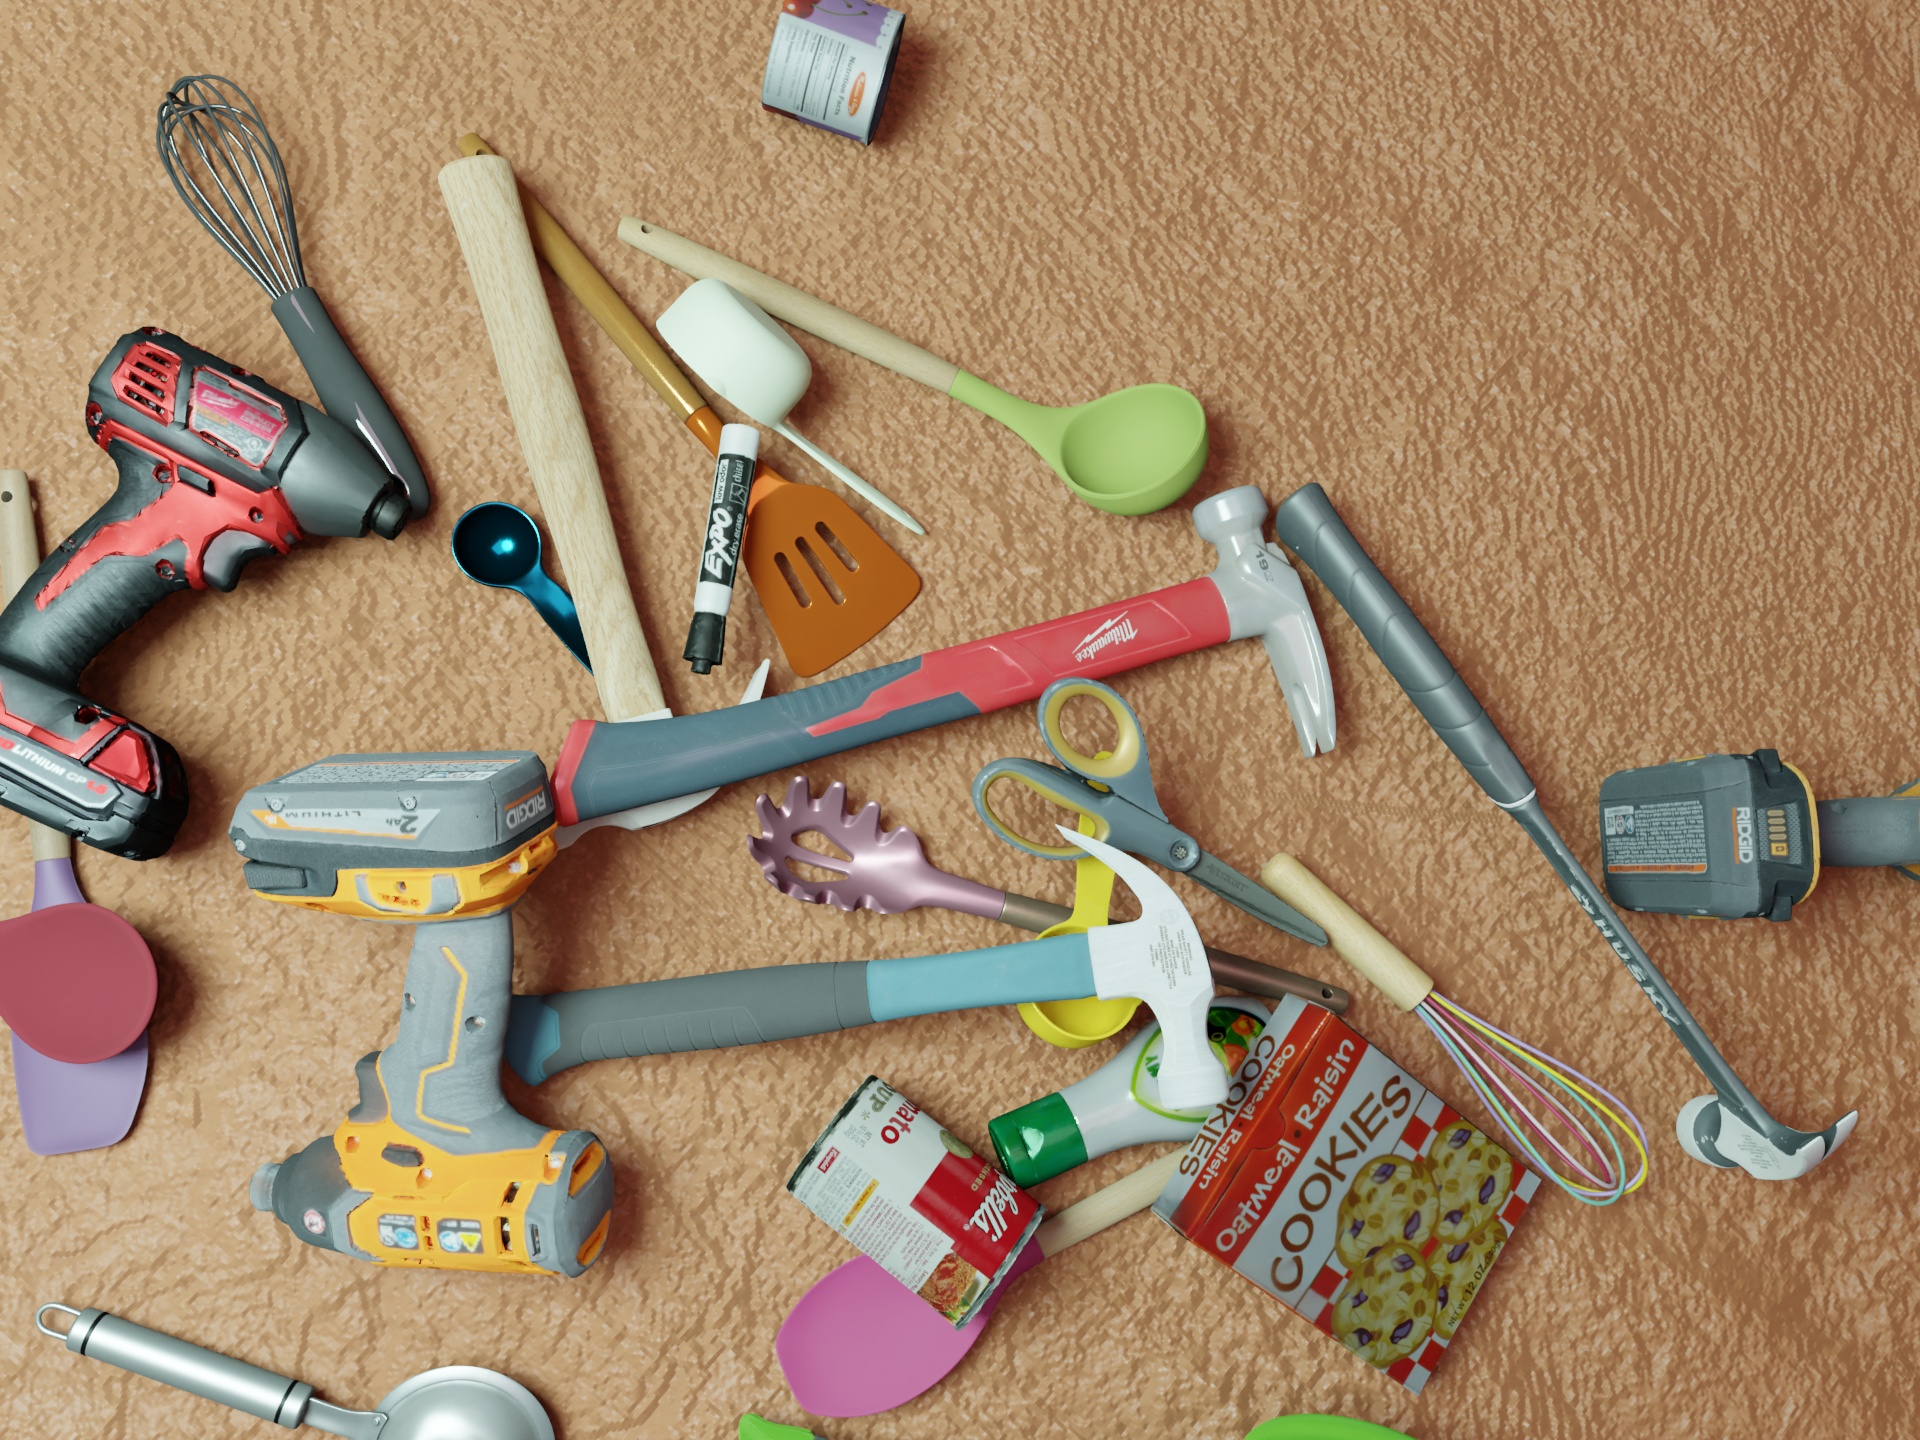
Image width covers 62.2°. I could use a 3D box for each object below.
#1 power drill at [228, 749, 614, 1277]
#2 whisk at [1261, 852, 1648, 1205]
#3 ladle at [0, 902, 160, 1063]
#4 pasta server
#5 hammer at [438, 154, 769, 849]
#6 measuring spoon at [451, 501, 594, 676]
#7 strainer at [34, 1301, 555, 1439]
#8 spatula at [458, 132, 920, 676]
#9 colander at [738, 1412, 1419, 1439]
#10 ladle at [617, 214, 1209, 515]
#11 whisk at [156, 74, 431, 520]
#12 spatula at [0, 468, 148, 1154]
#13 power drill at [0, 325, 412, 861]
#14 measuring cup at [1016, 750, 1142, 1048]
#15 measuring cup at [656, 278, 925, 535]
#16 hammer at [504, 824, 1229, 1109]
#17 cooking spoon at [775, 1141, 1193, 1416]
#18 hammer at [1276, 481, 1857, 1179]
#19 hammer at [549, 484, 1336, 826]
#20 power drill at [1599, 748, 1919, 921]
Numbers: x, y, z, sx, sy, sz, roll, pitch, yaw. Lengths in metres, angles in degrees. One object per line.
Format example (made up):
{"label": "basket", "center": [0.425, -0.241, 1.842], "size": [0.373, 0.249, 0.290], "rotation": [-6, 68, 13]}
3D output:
{"label": "power drill", "center": [-0.244, 0.131, 0.690], "size": [0.164, 0.084, 0.226], "rotation": [-1, 102, 11]}
{"label": "whisk", "center": [0.246, 0.157, 0.807], "size": [0.245, 0.047, 0.051], "rotation": [42, 67, 3]}
{"label": "ladle", "center": [-0.503, 0.087, 0.701], "size": [0.315, 0.031, 0.069], "rotation": [14, 85, -1]}
{"label": "pasta server", "center": [0.048, 0.097, 0.785], "size": [0.316, 0.040, 0.060], "rotation": [17, 67, -7]}
{"label": "hammer", "center": [-0.185, -0.111, 0.764], "size": [0.130, 0.031, 0.331], "rotation": [-16, 88, -19]}
{"label": "measuring spoon", "center": [-0.198, -0.052, 0.782], "size": [0.042, 0.021, 0.128], "rotation": [-45, 100, -18]}
{"label": "strainer", "center": [-0.290, 0.310, 0.708], "size": [0.258, 0.050, 0.087], "rotation": [21, 95, -2]}
{"label": "spatula", "center": [-0.147, -0.168, 0.799], "size": [0.081, 0.041, 0.322], "rotation": [-39, 85, -10]}
{"label": "colander", "center": [0.097, 0.359, 0.729], "size": [0.397, 0.204, 0.095], "rotation": [15, 46, 9]}
{"label": "ladle", "center": [-0.025, -0.190, 0.803], "size": [0.320, 0.062, 0.078], "rotation": [25, 64, -2]}
{"label": "whisk", "center": [-0.318, -0.203, 0.768], "size": [0.055, 0.055, 0.239], "rotation": [-29, 92, -11]}
{"label": "spatula", "center": [-0.419, 0.039, 0.733], "size": [0.060, 0.018, 0.316], "rotation": [-9, 85, -5]}
{"label": "power drill", "center": [-0.355, -0.055, 0.713], "size": [0.143, 0.078, 0.220], "rotation": [27, 75, -10]}
{"label": "measuring cup", "center": [0.060, 0.086, 0.772], "size": [0.062, 0.029, 0.157], "rotation": [17, 55, -10]}
{"label": "measuring cup", "center": [-0.072, -0.155, 0.785], "size": [0.167, 0.083, 0.038], "rotation": [37, 103, -17]}
{"label": "hammer", "center": [-0.053, 0.126, 0.719], "size": [0.331, 0.033, 0.128], "rotation": [-8, 77, 9]}
{"label": "cooking spoon", "center": [0.060, 0.244, 0.777], "size": [0.319, 0.017, 0.069], "rotation": [-25, 75, -10]}
{"label": "hammer", "center": [0.286, 0.051, 0.791], "size": [0.036, 0.149, 0.409], "rotation": [-34, 82, -3]}
{"label": "hammer", "center": [-0.001, -0.002, 0.764], "size": [0.386, 0.038, 0.143], "rotation": [-16, 84, -18]}
{"label": "power drill", "center": [0.460, 0.054, 0.779], "size": [0.226, 0.185, 0.084], "rotation": [-1, 85, -5]}
